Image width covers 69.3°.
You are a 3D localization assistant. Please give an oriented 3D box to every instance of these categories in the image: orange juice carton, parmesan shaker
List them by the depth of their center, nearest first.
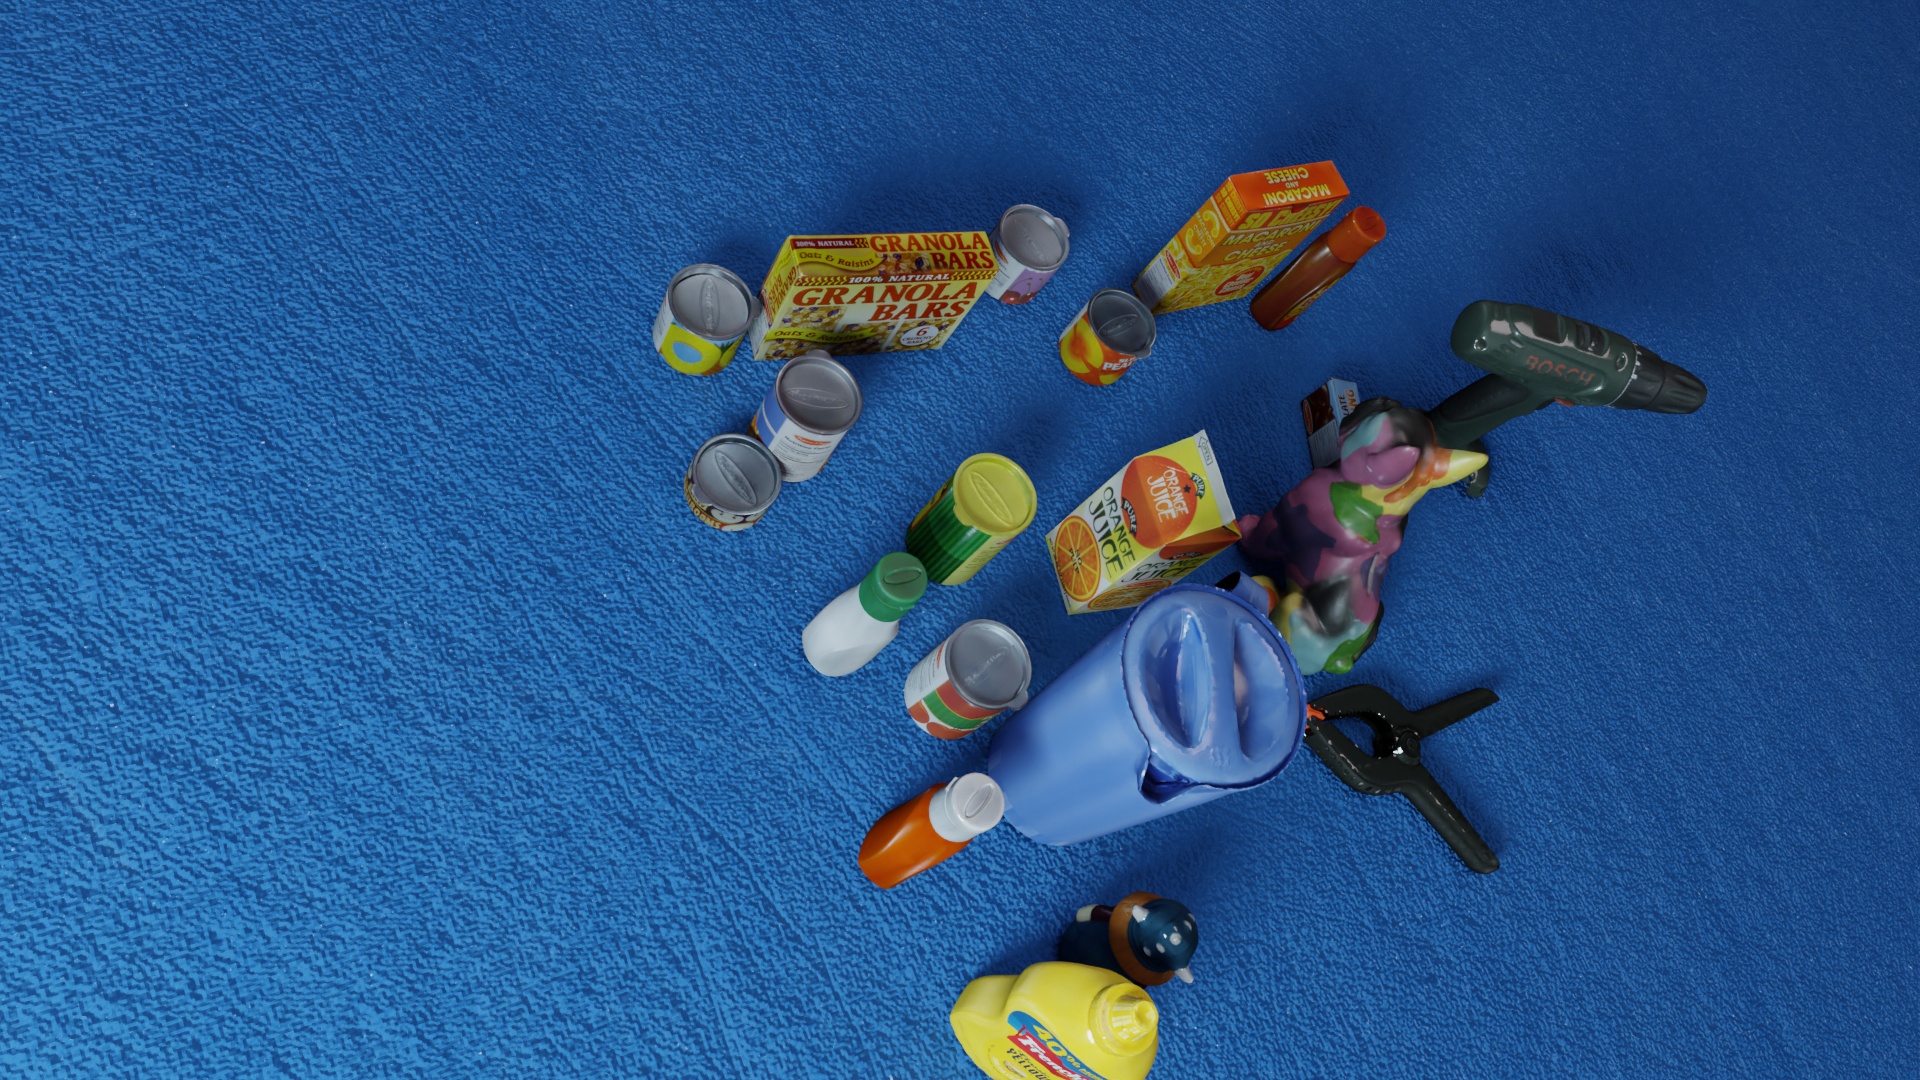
[{"bbox_3d":[0.004,-0.013,1.042,0.071,0.102,0.071,10,63,-21],"label":"parmesan shaker"},{"bbox_3d":[0.145,-0.011,1.054,0.073,0.191,0.072,-6,70,-27],"label":"orange juice carton"}]

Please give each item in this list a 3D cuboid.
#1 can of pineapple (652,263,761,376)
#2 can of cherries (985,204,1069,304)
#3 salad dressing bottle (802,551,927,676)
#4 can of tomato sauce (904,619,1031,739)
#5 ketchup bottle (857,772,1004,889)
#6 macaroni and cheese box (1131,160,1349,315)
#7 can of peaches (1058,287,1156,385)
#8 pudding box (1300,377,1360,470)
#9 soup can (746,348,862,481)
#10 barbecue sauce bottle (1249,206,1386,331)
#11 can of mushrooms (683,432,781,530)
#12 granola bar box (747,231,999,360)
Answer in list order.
[{"bbox_3d":[-0.193,-0.165,1.049,0.071,0.057,0.071,10,63,-21],"label":"can of pineapple"},{"bbox_3d":[0.054,-0.247,1.201,0.071,0.058,0.072,10,63,-21],"label":"can of cherries"},{"bbox_3d":[-0.065,0.051,0.954,0.064,0.147,0.044,-12,73,-29],"label":"salad dressing bottle"},{"bbox_3d":[0.006,0.103,1.001,0.071,0.082,0.071,10,63,-21],"label":"can of tomato sauce"},{"bbox_3d":[-0.018,0.187,0.912,0.043,0.148,0.065,44,57,-1],"label":"ketchup bottle"},{"bbox_3d":[0.247,-0.266,1.235,0.124,0.165,0.040,-16,75,-30],"label":"macaroni and cheese box"},{"bbox_3d":[0.127,-0.173,1.201,0.071,0.057,0.071,10,63,-21],"label":"can of peaches"},{"bbox_3d":[0.344,-0.101,1.273,0.030,0.049,0.084,5,65,-23],"label":"pudding box"},{"bbox_3d":[-0.117,-0.092,1.035,0.071,0.083,0.071,10,63,-21],"label":"soup can"},{"bbox_3d":[0.329,-0.251,1.277,0.065,0.148,0.043,-36,85,-33],"label":"barbecue sauce bottle"},{"bbox_3d":[-0.169,-0.042,1.017,0.071,0.033,0.071,10,63,-21],"label":"can of mushrooms"},{"bbox_3d":[-0.071,-0.190,1.078,0.166,0.123,0.039,-8,71,-28],"label":"granola bar box"}]
